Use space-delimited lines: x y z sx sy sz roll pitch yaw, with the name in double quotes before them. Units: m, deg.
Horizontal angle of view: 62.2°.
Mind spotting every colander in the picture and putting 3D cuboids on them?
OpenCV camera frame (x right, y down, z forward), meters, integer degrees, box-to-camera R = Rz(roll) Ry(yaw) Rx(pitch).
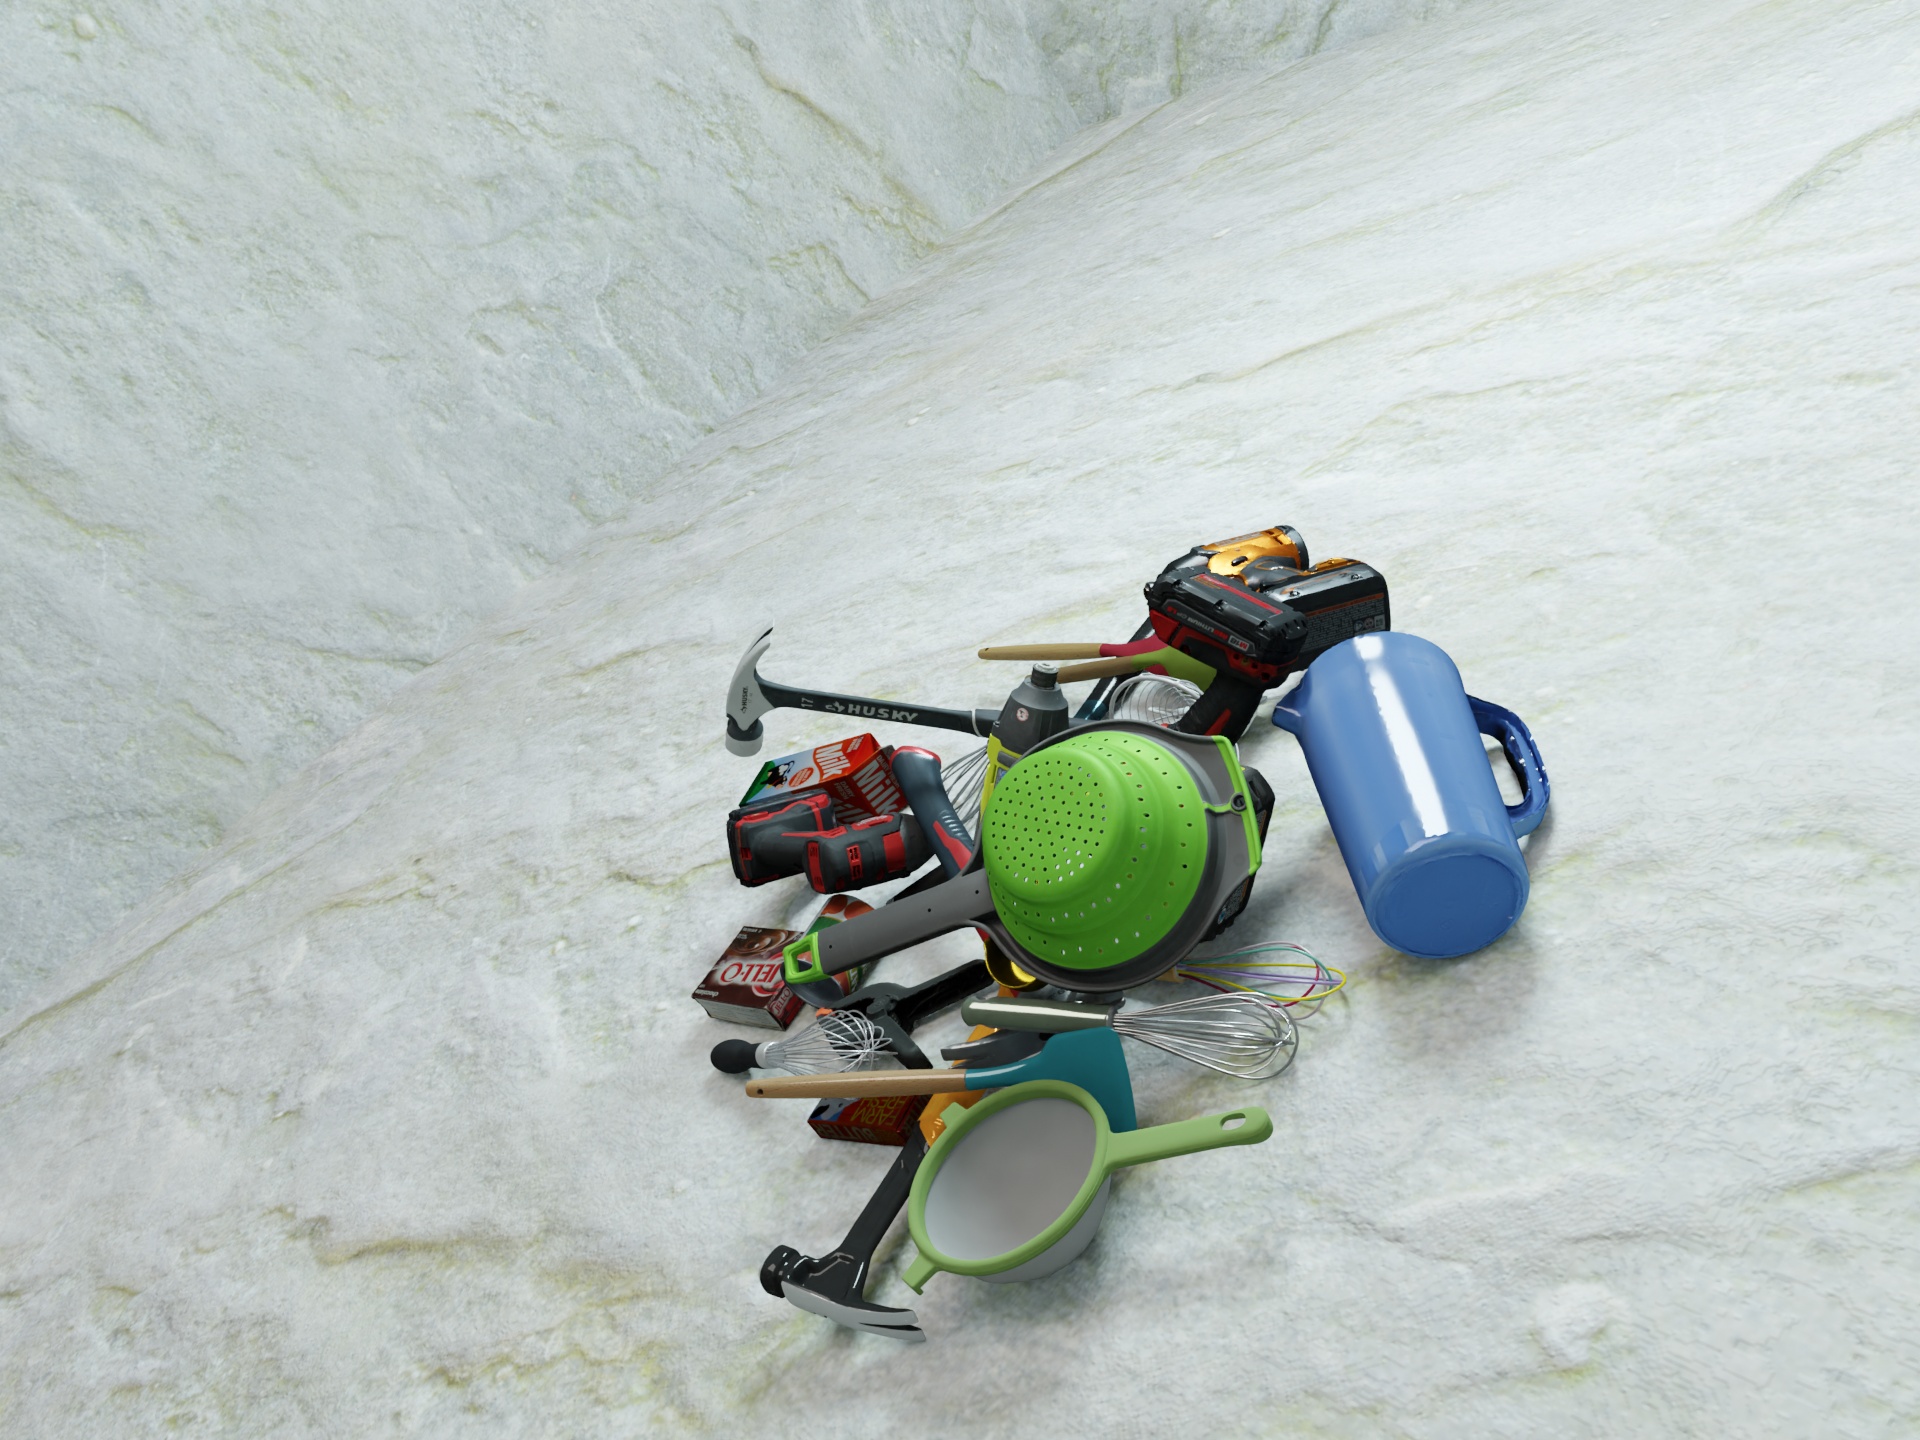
"colander" 0.013 0.113 1.151 0.397 0.094 0.205 -23 61 23

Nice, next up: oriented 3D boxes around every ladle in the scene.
"ladle" 0.126 -0.070 1.591 0.315 0.031 0.069 1 44 49
"ladle" 0.158 -0.042 1.489 0.078 0.062 0.320 -50 20 -24

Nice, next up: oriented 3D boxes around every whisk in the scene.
"whisk" 0.176 0.184 1.167 0.245 0.051 0.047 -4 44 50
"whisk" 0.035 0.025 1.589 0.055 0.055 0.239 -6 33 43
"whisk" 0.114 0.214 1.118 0.246 0.059 0.057 0 -5 23
"whisk" -0.143 0.276 1.313 0.284 0.070 0.070 -19 27 55

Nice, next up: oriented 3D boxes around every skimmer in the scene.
"skimmer" 0.076 0.085 1.386 0.363 0.127 0.090 -34 6 16

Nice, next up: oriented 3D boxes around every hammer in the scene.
"hammer" 0.141 -0.022 1.561 0.128 0.033 0.331 1 42 47
"hammer" -0.005 0.138 1.326 0.143 0.038 0.387 -23 35 -7
"hammer" -0.002 -0.005 1.411 0.409 0.149 0.036 7 46 -5
"hammer" -0.008 0.296 1.173 0.127 0.034 0.337 7 42 31

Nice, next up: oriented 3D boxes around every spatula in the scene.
"spatula" -0.022 0.264 1.151 0.317 0.082 0.044 -8 7 23

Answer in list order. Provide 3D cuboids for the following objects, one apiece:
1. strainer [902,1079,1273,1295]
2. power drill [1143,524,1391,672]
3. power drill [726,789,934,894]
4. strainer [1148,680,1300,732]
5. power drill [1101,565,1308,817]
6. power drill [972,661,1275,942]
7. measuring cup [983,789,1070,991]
"strainer" 0.090 0.301 1.034 0.256 0.069 0.152 -19 30 24
"power drill" 0.278 -0.116 1.474 0.164 0.084 0.227 -15 23 -11
"power drill" -0.118 0.116 1.508 0.143 0.078 0.220 -13 8 -34
"strainer" 0.292 -0.022 1.384 0.258 0.050 0.087 -16 2 20
"power drill" 0.159 -0.008 1.272 0.188 0.226 0.080 29 24 23
"power drill" 0.119 0.063 1.229 0.223 0.171 0.080 23 25 28
"measuring cup" 0.063 0.129 1.195 0.062 0.029 0.157 6 70 34
